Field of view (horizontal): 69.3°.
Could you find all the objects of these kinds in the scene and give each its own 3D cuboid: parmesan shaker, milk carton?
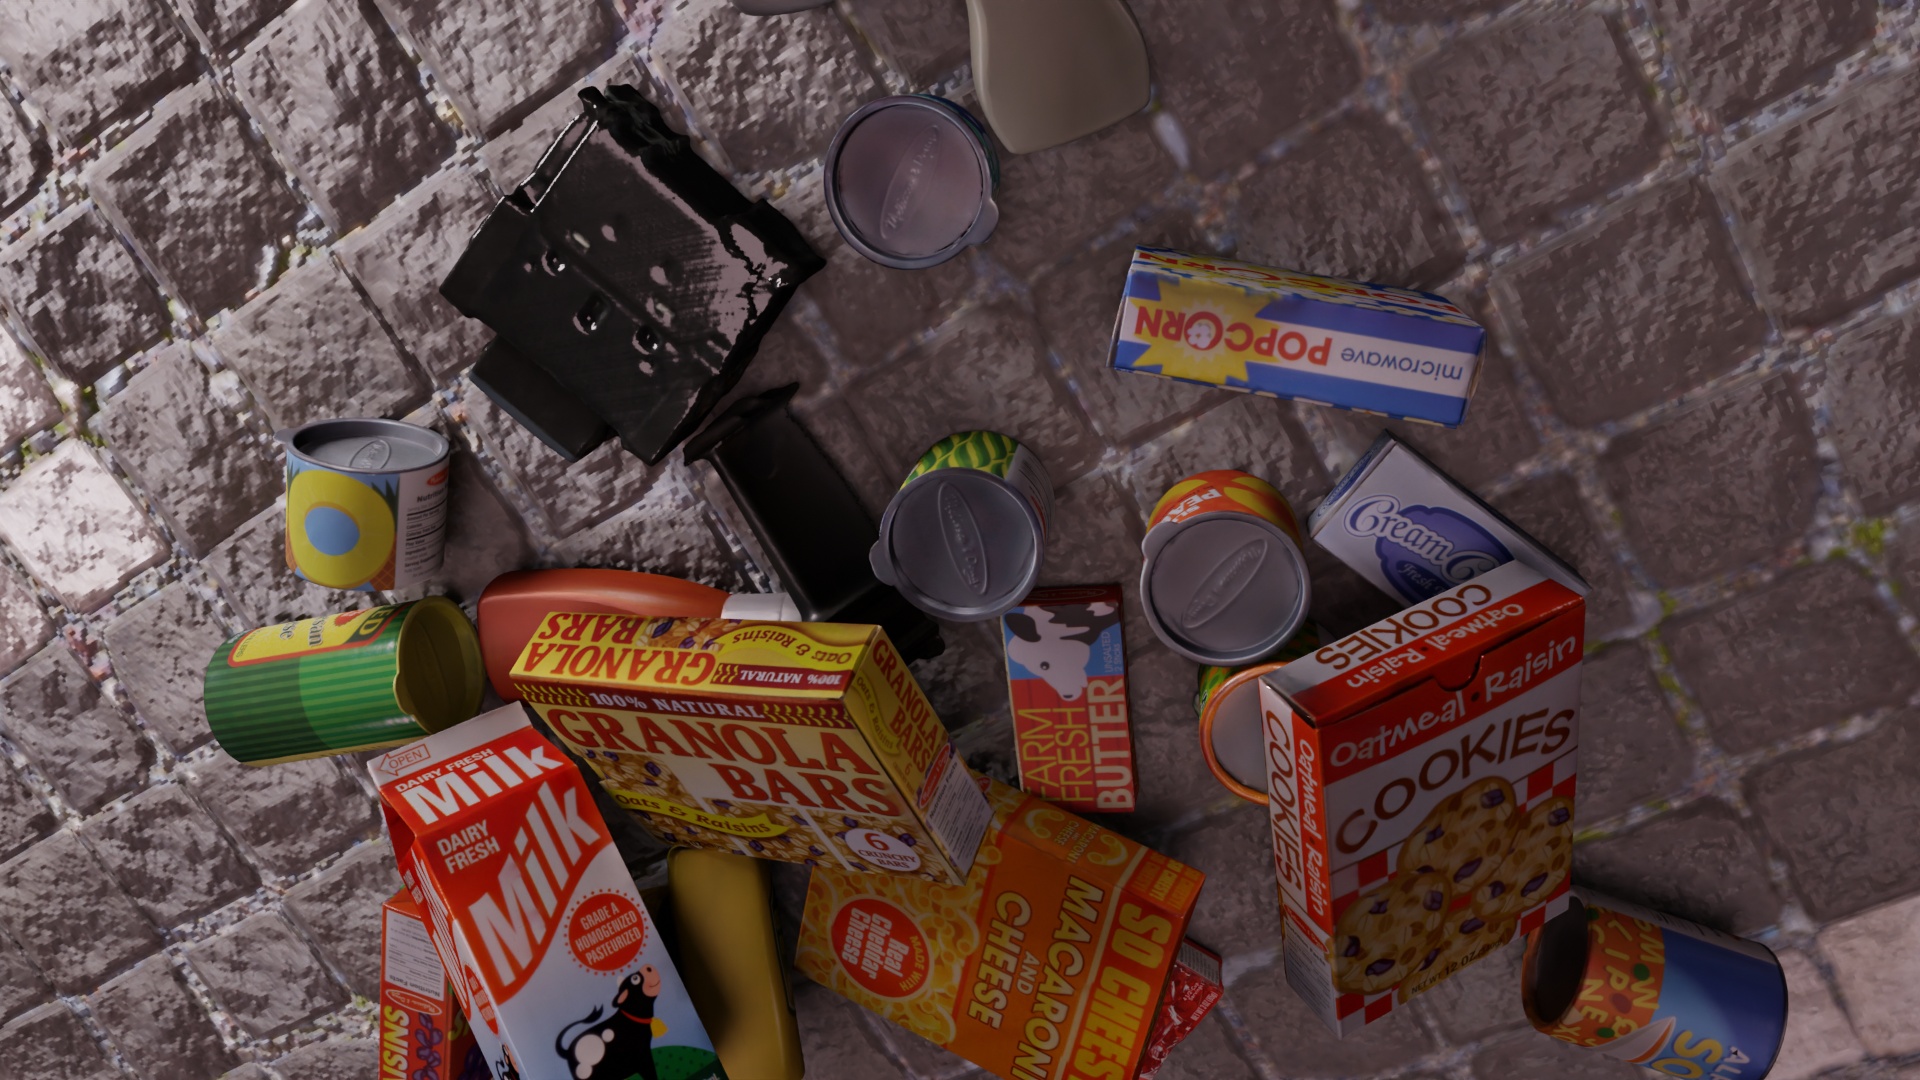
[{"bbox_3d":[-0.285,0.066,0.641,0.103,0.071,0.071,-10,108,12],"label":"parmesan shaker"},{"bbox_3d":[-0.181,0.166,0.594,0.190,0.072,0.073,62,146,9],"label":"milk carton"}]

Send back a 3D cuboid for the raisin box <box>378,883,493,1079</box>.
[{"bbox_3d":[-0.240,0.209,0.676,0.040,0.086,0.123,14,111,10],"label":"raisin box"}]

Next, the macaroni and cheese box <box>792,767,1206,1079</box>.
[{"bbox_3d":[0.013,0.172,0.625,0.166,0.040,0.123,21,114,19],"label":"macaroni and cheese box"}]

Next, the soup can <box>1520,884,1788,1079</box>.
[{"bbox_3d":[0.295,0.195,0.597,0.084,0.071,0.071,17,111,3],"label":"soup can"}]

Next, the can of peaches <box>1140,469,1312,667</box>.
[{"bbox_3d":[0.106,0.008,0.567,0.071,0.058,0.071,3,110,9],"label":"can of peaches"}]

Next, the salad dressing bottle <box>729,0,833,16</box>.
[{"bbox_3d":[-0.027,-0.246,0.506,0.147,0.044,0.064,-24,111,14],"label":"salad dressing bottle"}]

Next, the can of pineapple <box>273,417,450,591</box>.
[{"bbox_3d":[-0.262,-0.017,0.611,0.071,0.071,0.057,13,111,4],"label":"can of pineapple"}]

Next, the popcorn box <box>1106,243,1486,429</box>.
[{"bbox_3d":[0.122,-0.079,0.519,0.127,0.085,0.038,11,110,6],"label":"popcorn box"}]

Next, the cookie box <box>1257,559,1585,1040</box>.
[{"bbox_3d":[0.185,0.104,0.550,0.123,0.040,0.166,-22,122,-16],"label":"cookie box"}]

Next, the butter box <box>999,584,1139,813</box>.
[{"bbox_3d":[0.049,0.071,0.616,0.053,0.024,0.103,-4,108,11],"label":"butter box"}]

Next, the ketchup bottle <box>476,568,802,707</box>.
[{"bbox_3d":[-0.138,0.043,0.625,0.149,0.044,0.064,-2,116,9],"label":"ketchup bottle"}]

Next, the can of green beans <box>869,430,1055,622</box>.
[{"bbox_3d":[0.004,-0.007,0.577,0.071,0.058,0.071,3,110,8],"label":"can of green beans"}]

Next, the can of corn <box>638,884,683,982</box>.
[{"bbox_3d":[-0.161,0.202,0.671,0.058,0.071,0.071,-14,107,12],"label":"can of corn"}]

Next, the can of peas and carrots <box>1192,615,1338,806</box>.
[{"bbox_3d":[0.131,0.071,0.585,0.071,0.059,0.070,3,109,8],"label":"can of peas and carrots"}]

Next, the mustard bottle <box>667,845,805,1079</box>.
[{"bbox_3d":[-0.101,0.217,0.645,0.049,0.065,0.160,-10,87,-9],"label":"mustard bottle"}]

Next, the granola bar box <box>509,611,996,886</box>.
[{"bbox_3d":[-0.085,0.084,0.567,0.165,0.039,0.123,0,136,29],"label":"granola bar box"}]

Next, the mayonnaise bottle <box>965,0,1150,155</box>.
[{"bbox_3d":[0.020,-0.212,0.485,0.065,0.041,0.147,-19,128,8],"label":"mayonnaise bottle"}]

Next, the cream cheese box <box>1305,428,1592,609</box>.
[{"bbox_3d":[0.199,0.006,0.570,0.104,0.024,0.053,36,110,-5],"label":"cream cheese box"}]

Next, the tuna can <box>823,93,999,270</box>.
[{"bbox_3d":[-0.016,-0.141,0.547,0.071,0.033,0.070,3,110,8],"label":"tuna can"}]
